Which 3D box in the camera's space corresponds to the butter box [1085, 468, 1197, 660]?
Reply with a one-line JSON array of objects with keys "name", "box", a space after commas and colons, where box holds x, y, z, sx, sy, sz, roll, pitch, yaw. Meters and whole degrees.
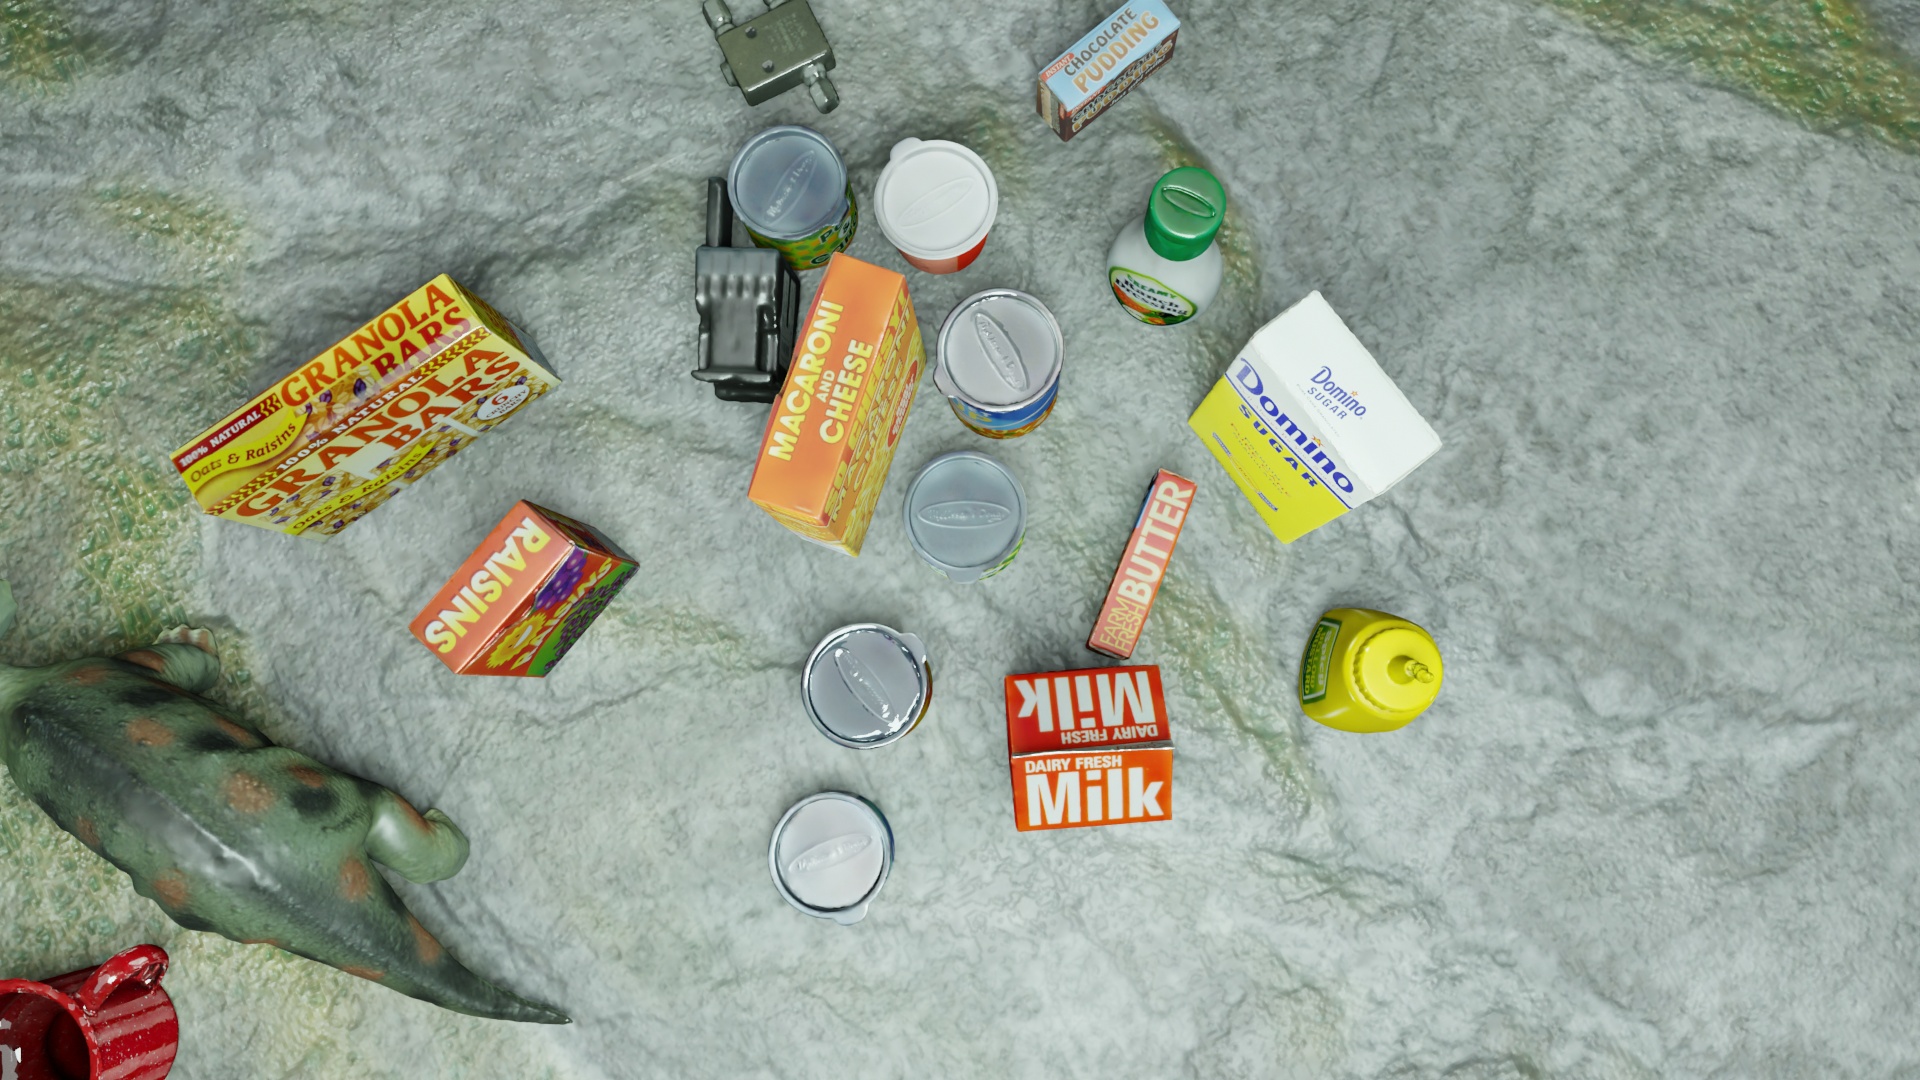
[{"name": "butter box", "box": [0.098, 0.015, 0.755, 0.024, 0.053, 0.103, 22, 84, 5]}]

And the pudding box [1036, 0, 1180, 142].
[{"name": "pudding box", "box": [0.083, -0.272, 0.794, 0.084, 0.049, 0.030, -39, 83, -3]}]

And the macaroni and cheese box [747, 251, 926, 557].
[{"name": "macaroni and cheese box", "box": [-0.059, -0.062, 0.714, 0.040, 0.166, 0.124, 18, 84, 4]}]

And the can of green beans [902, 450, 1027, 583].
[{"name": "can of green beans", "box": [0.003, -0.012, 0.760, 0.071, 0.058, 0.071, 0, 83, 2]}]

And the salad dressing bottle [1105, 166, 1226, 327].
[{"name": "salad dressing bottle", "box": [0.110, -0.152, 0.729, 0.064, 0.147, 0.044, 27, 85, 5]}]

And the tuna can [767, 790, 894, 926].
[{"name": "tuna can", "box": [-0.068, 0.171, 0.752, 0.071, 0.033, 0.071, 0, 83, 2]}]

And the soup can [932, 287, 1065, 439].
[{"name": "soup can", "box": [0.020, -0.093, 0.757, 0.071, 0.083, 0.071, 0, 83, 2]}]

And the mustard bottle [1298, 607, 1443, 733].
[{"name": "mustard bottle", "box": [0.206, 0.064, 0.691, 0.049, 0.160, 0.065, 13, 84, 4]}]

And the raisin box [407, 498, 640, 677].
[{"name": "raisin box", "box": [-0.225, 0.029, 0.730, 0.040, 0.123, 0.086, 41, 86, 6]}]

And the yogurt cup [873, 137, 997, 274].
[{"name": "yogurt cup", "box": [-0.013, -0.184, 0.784, 0.072, 0.054, 0.072, 0, 83, 2]}]

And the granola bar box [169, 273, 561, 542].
[{"name": "granola bar box", "box": [-0.312, -0.068, 0.745, 0.165, 0.124, 0.039, -35, 83, -2]}]

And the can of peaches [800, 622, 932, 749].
[{"name": "can of peaches", "box": [-0.047, 0.077, 0.750, 0.071, 0.058, 0.071, 0, 83, 2]}]

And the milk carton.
[{"name": "milk carton", "box": [0.059, 0.099, 0.677, 0.072, 0.190, 0.073, -5, 83, 2]}]

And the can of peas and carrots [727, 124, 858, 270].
[{"name": "can of peas and carrots", "box": [-0.091, -0.191, 0.786, 0.071, 0.058, 0.071, 0, 83, 2]}]
